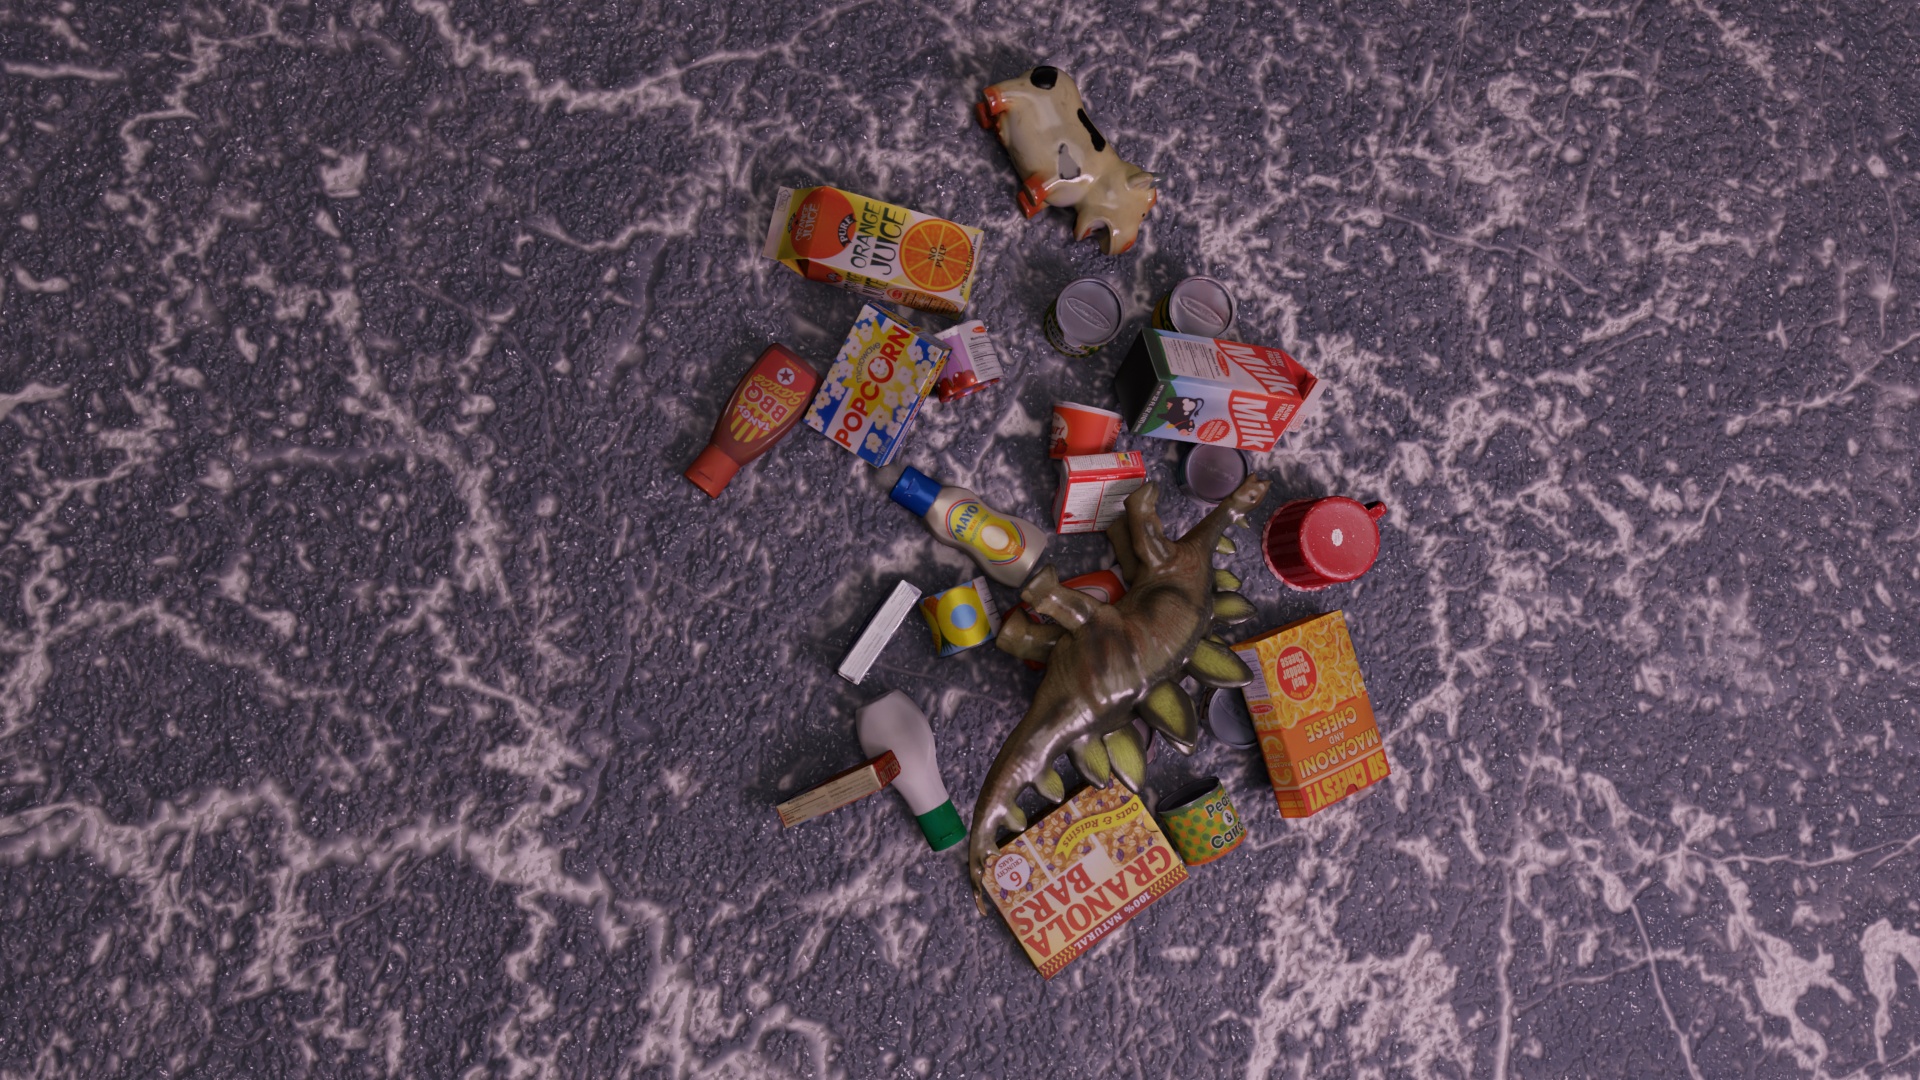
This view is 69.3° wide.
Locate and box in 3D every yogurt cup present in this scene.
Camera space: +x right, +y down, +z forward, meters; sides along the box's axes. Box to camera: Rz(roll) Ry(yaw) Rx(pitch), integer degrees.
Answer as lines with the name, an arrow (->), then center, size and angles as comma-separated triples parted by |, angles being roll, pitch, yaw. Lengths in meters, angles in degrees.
yogurt cup -> 0.115, -0.098, 1.305 | 0.072, 0.072, 0.054 | 12, 92, -8

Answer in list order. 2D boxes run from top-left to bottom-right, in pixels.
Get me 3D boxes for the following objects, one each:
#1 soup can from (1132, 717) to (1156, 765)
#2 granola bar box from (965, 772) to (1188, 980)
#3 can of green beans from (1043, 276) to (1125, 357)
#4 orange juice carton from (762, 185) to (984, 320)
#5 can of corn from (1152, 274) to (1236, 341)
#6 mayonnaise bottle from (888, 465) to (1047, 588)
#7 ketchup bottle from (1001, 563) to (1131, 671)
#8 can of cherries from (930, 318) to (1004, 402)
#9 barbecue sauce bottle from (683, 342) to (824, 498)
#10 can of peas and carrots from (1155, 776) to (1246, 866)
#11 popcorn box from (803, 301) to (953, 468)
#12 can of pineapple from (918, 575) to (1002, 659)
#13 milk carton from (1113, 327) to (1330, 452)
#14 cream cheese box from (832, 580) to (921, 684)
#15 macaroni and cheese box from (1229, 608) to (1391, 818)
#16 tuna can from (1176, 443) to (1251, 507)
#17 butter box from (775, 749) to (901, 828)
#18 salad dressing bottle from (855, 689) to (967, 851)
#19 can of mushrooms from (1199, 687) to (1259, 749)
soup can -> 0.138, 0.176, 1.272 | 0.071, 0.083, 0.071 | 1, 85, -9
granola bar box -> 0.108, 0.303, 1.279 | 0.166, 0.039, 0.124 | -33, 91, -10
can of green beans -> 0.116, -0.211, 1.317 | 0.071, 0.057, 0.071 | 1, 85, -9
orange juice carton -> -0.082, -0.269, 1.284 | 0.193, 0.073, 0.072 | 15, 84, -7
can of corn -> 0.222, -0.214, 1.333 | 0.071, 0.058, 0.071 | 1, 85, -9
mayonnaise bottle -> 0.005, -0.016, 1.290 | 0.148, 0.041, 0.065 | 32, 83, -5
ketchup bottle -> 0.116, 0.061, 1.300 | 0.149, 0.043, 0.064 | -29, 89, -11
can of cherries -> -0.001, -0.166, 1.293 | 0.071, 0.071, 0.058 | -22, 90, -10
barbecue sauce bottle -> -0.192, -0.106, 1.267 | 0.065, 0.043, 0.149 | 38, 81, -5
can of peas and carrots -> 0.225, 0.259, 1.285 | 0.071, 0.071, 0.058 | -28, 91, -10
popcorn box -> -0.075, -0.140, 1.260 | 0.085, 0.038, 0.126 | 32, 105, 9
can of pineapple -> 0.000, 0.071, 1.269 | 0.071, 0.071, 0.058 | -21, 88, -10
milk carton -> 0.249, -0.137, 1.302 | 0.191, 0.072, 0.074 | 5, 48, -18
cream cheese box -> -0.077, 0.083, 1.263 | 0.024, 0.053, 0.104 | 36, 81, -6
macaroni and cheese box -> 0.330, 0.161, 1.303 | 0.124, 0.040, 0.166 | -16, 87, -34
tuna can -> 0.244, -0.068, 1.336 | 0.071, 0.033, 0.071 | 1, 85, -9
butter box -> -0.107, 0.220, 1.226 | 0.103, 0.053, 0.024 | -26, 89, 16
salad dressing bottle -> -0.043, 0.209, 1.262 | 0.064, 0.044, 0.147 | -27, 91, -5
can of mushrooms -> 0.264, 0.162, 1.319 | 0.071, 0.033, 0.071 | 1, 85, -8
